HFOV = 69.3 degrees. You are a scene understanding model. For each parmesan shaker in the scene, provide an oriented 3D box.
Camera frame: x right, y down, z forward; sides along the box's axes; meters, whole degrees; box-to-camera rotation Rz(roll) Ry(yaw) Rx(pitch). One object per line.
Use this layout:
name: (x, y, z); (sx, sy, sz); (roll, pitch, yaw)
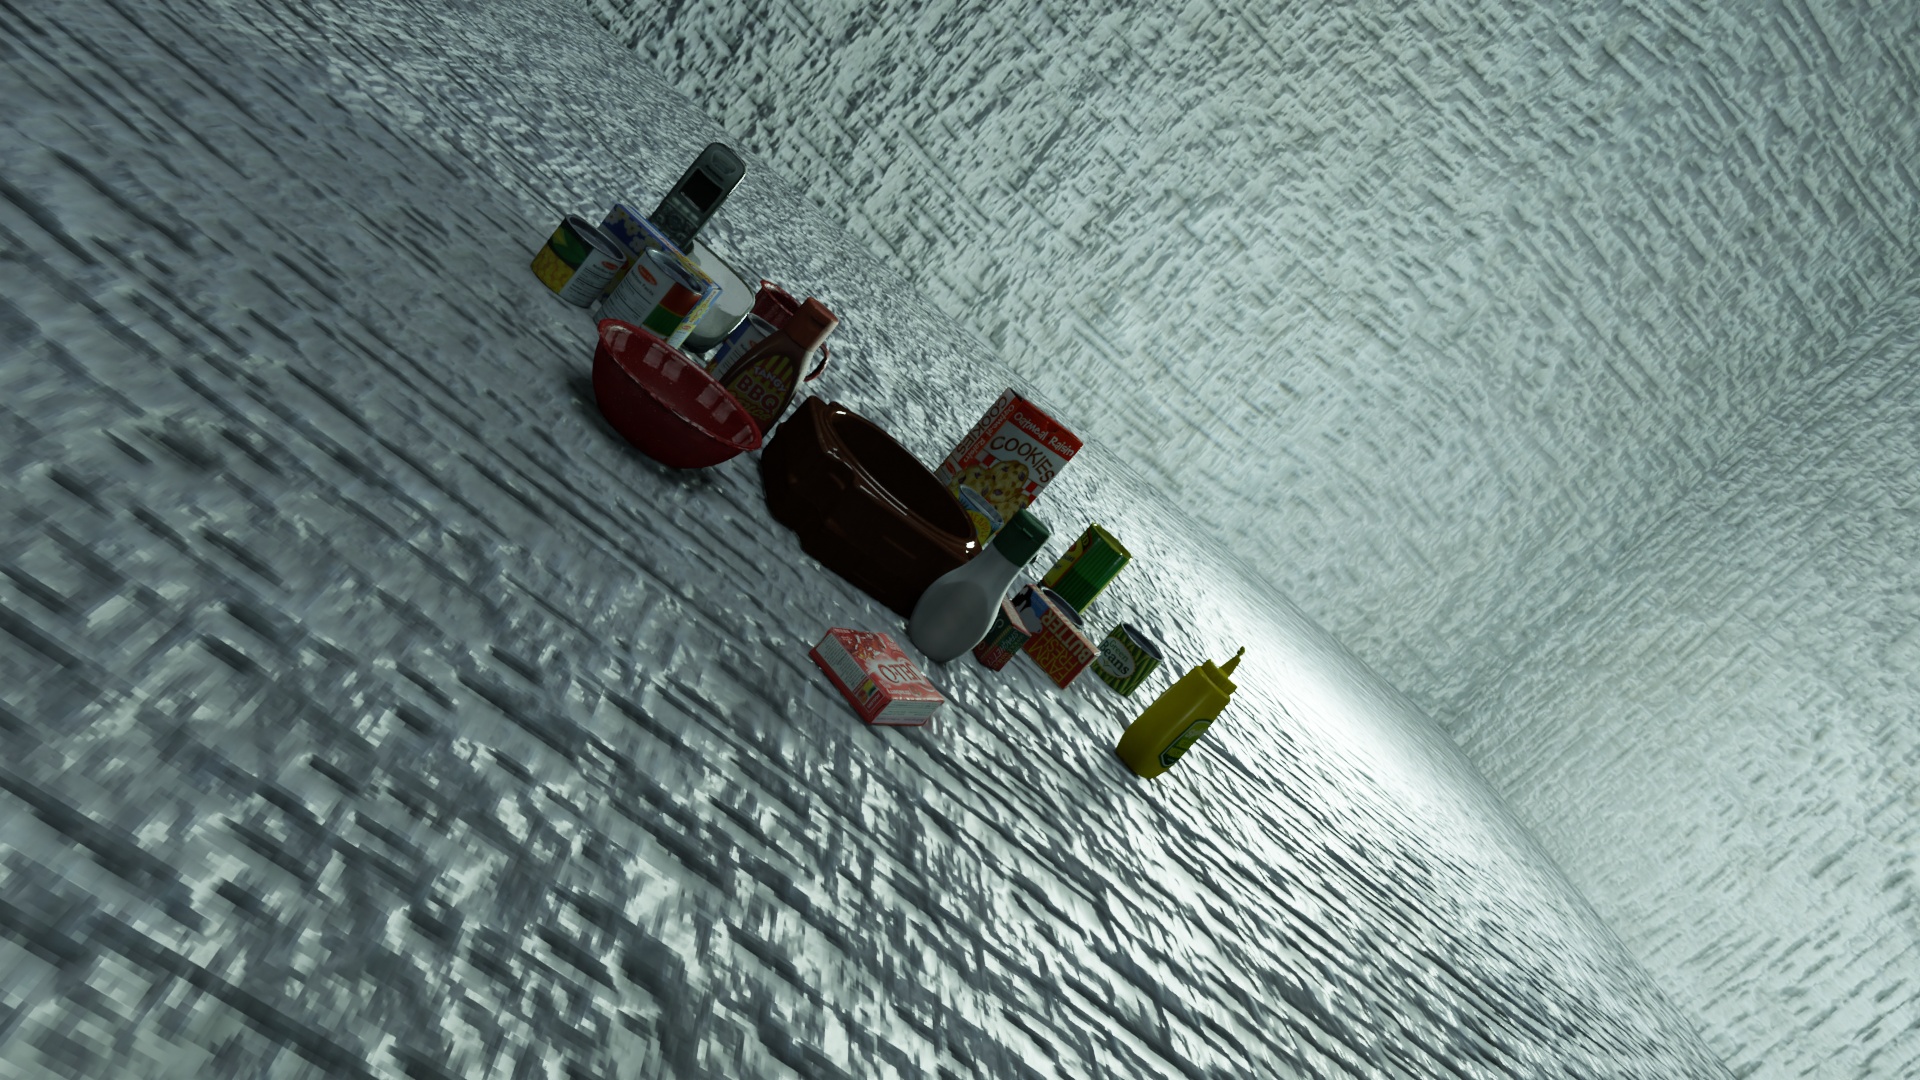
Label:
parmesan shaker: (0.149, 0.038, 1.671); (0.071, 0.103, 0.071); (39, 13, -10)

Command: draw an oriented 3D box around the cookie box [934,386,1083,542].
cookie box: (0.049, -0.085, 1.643); (0.123, 0.167, 0.040); (30, 17, -43)

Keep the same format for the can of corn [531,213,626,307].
can of corn: (-0.355, -0.260, 1.286); (0.071, 0.058, 0.071); (39, 13, -10)

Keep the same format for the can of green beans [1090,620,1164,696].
can of green beans: (0.186, 0.133, 1.565); (0.071, 0.057, 0.071); (39, 13, -10)

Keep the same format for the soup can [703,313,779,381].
soup can: (-0.208, -0.171, 1.364); (0.071, 0.083, 0.071); (39, 13, -10)

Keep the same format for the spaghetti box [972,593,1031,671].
spaghetti box: (0.007, 0.039, 1.372); (0.028, 0.050, 0.251); (34, 15, -32)

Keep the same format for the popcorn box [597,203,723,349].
popcorn box: (-0.306, -0.253, 1.345); (0.127, 0.085, 0.038); (42, 12, 4)

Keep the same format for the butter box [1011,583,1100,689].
butter box: (0.088, 0.097, 1.411); (0.103, 0.053, 0.024); (46, 13, 18)

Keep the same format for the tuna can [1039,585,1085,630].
tuna can: (0.104, 0.086, 1.541); (0.071, 0.032, 0.071); (39, 13, -10)

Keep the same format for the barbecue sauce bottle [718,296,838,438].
barbecue sauce bottle: (-0.172, -0.156, 1.275); (0.065, 0.148, 0.044); (37, 13, -19)

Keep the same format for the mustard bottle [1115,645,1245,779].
mustard bottle: (0.221, 0.162, 1.342); (0.049, 0.160, 0.065); (49, 14, 32)

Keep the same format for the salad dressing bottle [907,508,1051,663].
salad dressing bottle: (0.017, 0.038, 1.185); (0.064, 0.147, 0.044); (42, 12, 0)

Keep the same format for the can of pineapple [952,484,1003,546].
can of pineapple: (0.006, -0.019, 1.544); (0.071, 0.057, 0.071); (39, 13, -10)

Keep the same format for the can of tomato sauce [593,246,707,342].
can of tomato sauce: (-0.288, -0.218, 1.289); (0.071, 0.083, 0.071); (39, 13, -10)
